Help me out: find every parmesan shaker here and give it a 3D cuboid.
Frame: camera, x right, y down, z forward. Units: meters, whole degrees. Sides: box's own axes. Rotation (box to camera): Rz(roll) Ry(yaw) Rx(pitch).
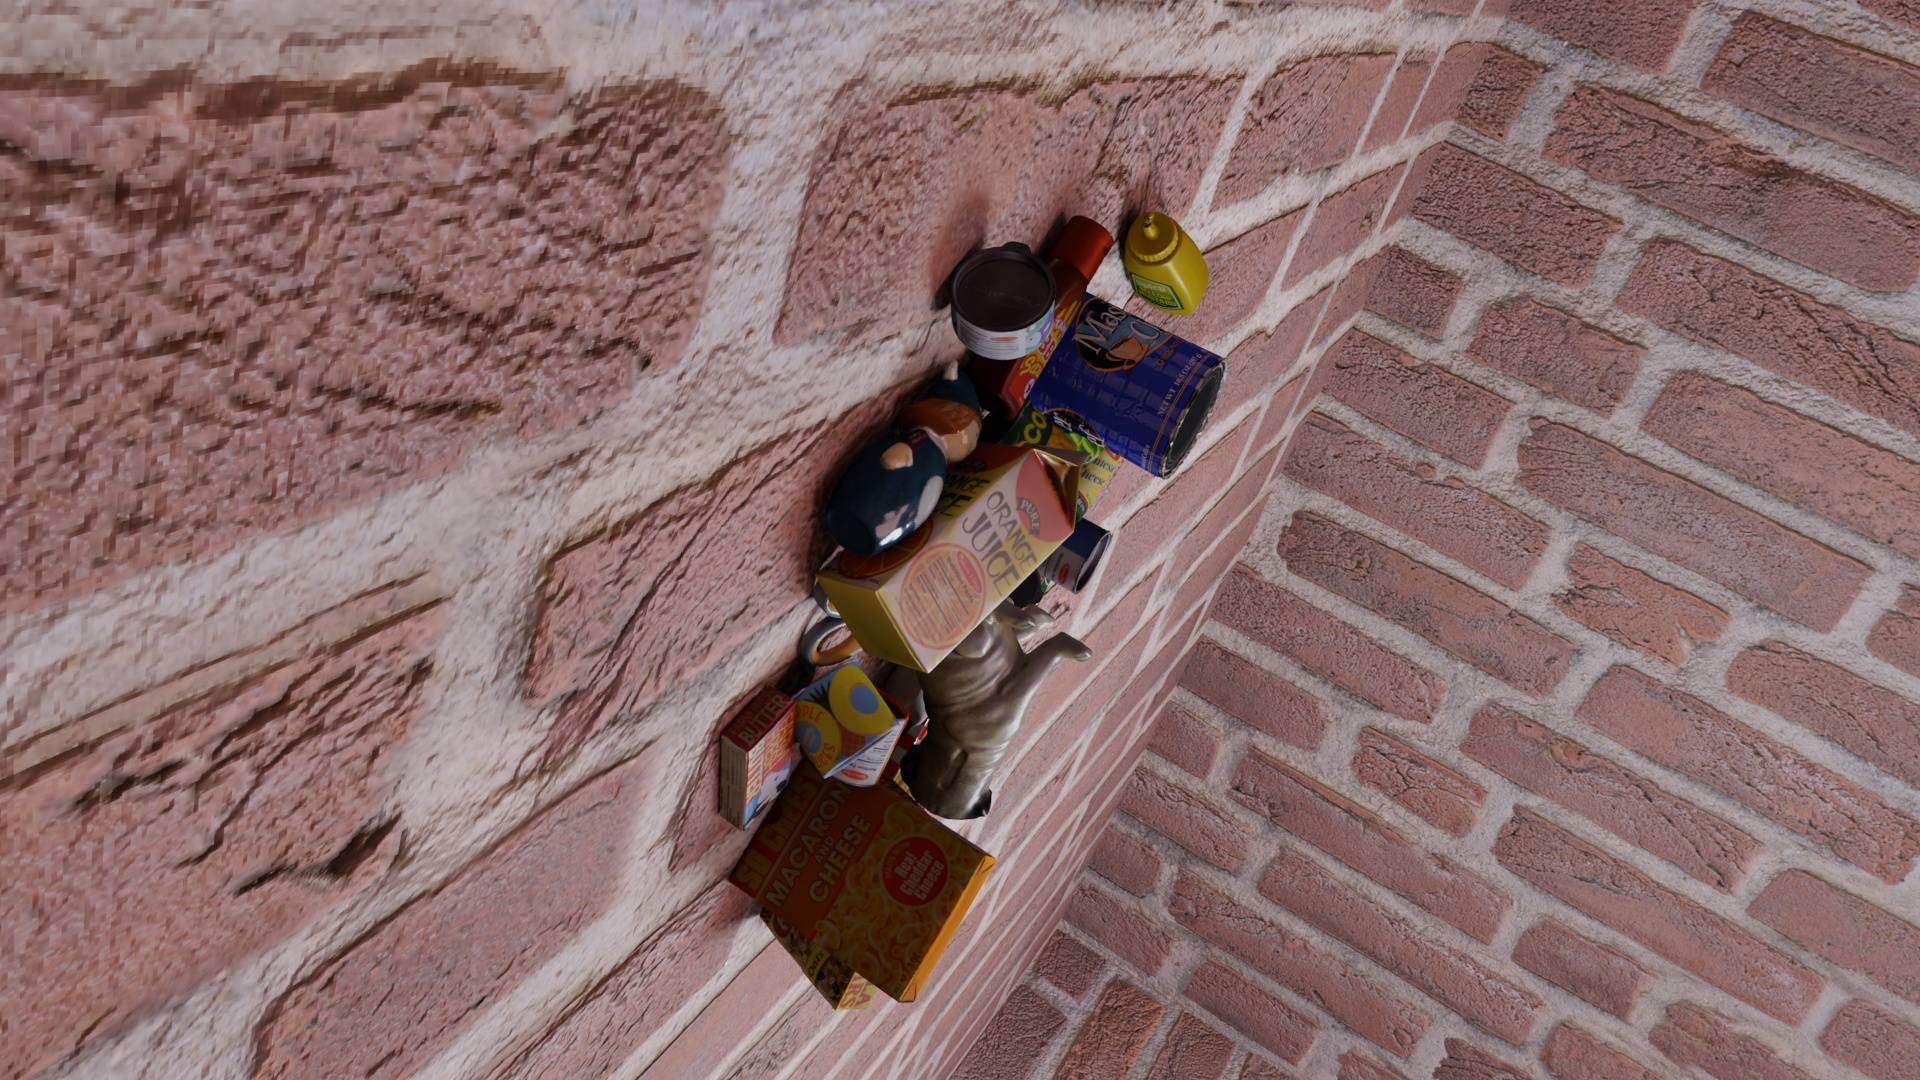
[{"bbox_3d":[0.107,-0.073,1.239,0.103,0.071,0.071,-56,163,-17],"label":"parmesan shaker"}]

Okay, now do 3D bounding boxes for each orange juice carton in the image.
[{"bbox_3d":[0.005,-0.005,0.925,0.193,0.072,0.072,-43,121,-26],"label":"orange juice carton"}]

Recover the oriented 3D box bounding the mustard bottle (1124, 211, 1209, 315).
[{"bbox_3d":[0.167,-0.237,1.164,0.049,0.065,0.160,-65,159,-4],"label":"mustard bottle"}]

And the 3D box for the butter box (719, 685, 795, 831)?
[{"bbox_3d":[-0.139,0.150,0.950,0.053,0.024,0.103,-47,159,-39],"label":"butter box"}]

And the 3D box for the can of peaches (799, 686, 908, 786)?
[{"bbox_3d":[-0.081,0.142,1.047,0.058,0.071,0.071,-64,164,11],"label":"can of peaches"}]

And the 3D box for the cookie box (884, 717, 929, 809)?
[{"bbox_3d":[-0.051,0.208,1.292,0.123,0.040,0.167,-60,163,-2],"label":"cookie box"}]

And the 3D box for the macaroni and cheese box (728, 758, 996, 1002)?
[{"bbox_3d":[-0.076,0.250,1.055,0.124,0.167,0.040,-58,158,-8],"label":"macaroni and cheese box"}]

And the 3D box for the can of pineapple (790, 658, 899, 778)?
[{"bbox_3d":[-0.086,0.125,0.971,0.071,0.058,0.071,-35,171,-6],"label":"can of pineapple"}]

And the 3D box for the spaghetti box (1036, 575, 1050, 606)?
[{"bbox_3d":[0.061,0.057,1.398,0.249,0.029,0.050,-65,163,13],"label":"spaghetti box"}]

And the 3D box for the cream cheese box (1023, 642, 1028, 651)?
[{"bbox_3d":[0.020,0.103,1.306,0.104,0.053,0.024,-29,143,-61],"label":"cream cheese box"}]

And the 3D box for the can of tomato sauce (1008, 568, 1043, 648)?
[{"bbox_3d":[0.037,0.059,1.249,0.071,0.071,0.082,-50,161,-32],"label":"can of tomato sauce"}]

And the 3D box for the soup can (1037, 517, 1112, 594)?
[{"bbox_3d":[0.088,0.000,1.279,0.071,0.084,0.071,-53,163,-24],"label":"soup can"}]

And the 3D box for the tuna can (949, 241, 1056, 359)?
[{"bbox_3d":[0.027,-0.151,0.872,0.071,0.071,0.032,-54,163,-22],"label":"tuna can"}]

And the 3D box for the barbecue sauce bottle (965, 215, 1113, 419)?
[{"bbox_3d":[0.056,-0.160,0.984,0.149,0.044,0.064,-59,166,-8],"label":"barbecue sauce bottle"}]

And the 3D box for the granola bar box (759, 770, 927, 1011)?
[{"bbox_3d":[-0.089,0.278,1.139,0.039,0.124,0.165,15,105,-46],"label":"granola bar box"}]

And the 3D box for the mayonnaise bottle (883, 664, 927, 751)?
[{"bbox_3d":[-0.035,0.121,1.191,0.149,0.041,0.064,-50,154,-29],"label":"mayonnaise bottle"}]

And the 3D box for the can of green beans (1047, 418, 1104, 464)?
[{"bbox_3d":[0.091,-0.103,1.144,0.071,0.071,0.057,-55,163,-18],"label":"can of green beans"}]

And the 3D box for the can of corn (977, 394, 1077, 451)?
[{"bbox_3d":[0.046,-0.067,1.029,0.071,0.058,0.071,-42,-159,20],"label":"can of corn"}]
